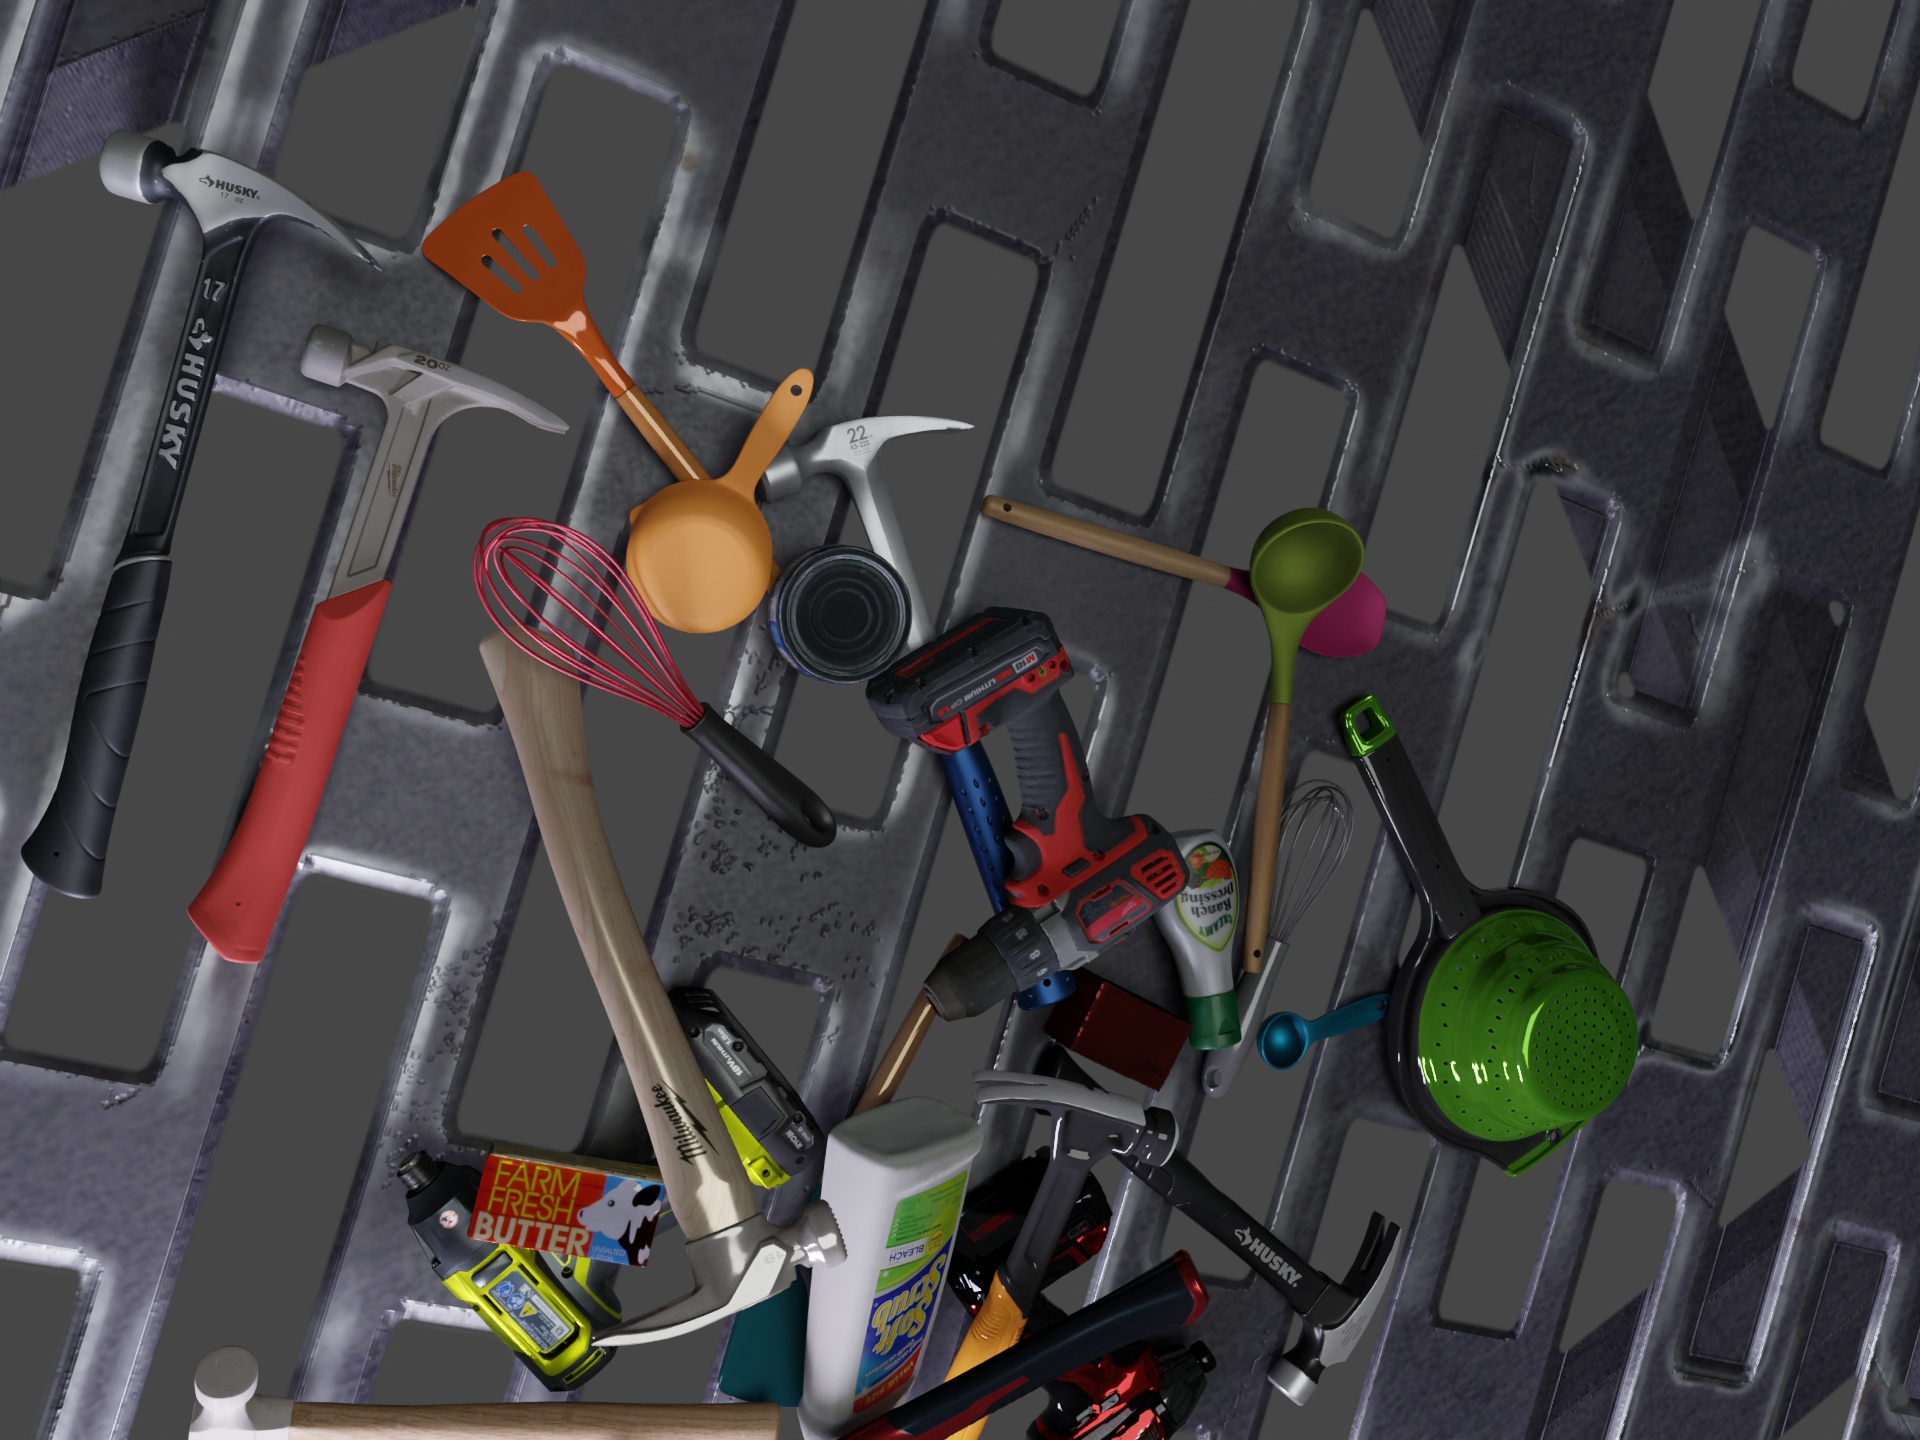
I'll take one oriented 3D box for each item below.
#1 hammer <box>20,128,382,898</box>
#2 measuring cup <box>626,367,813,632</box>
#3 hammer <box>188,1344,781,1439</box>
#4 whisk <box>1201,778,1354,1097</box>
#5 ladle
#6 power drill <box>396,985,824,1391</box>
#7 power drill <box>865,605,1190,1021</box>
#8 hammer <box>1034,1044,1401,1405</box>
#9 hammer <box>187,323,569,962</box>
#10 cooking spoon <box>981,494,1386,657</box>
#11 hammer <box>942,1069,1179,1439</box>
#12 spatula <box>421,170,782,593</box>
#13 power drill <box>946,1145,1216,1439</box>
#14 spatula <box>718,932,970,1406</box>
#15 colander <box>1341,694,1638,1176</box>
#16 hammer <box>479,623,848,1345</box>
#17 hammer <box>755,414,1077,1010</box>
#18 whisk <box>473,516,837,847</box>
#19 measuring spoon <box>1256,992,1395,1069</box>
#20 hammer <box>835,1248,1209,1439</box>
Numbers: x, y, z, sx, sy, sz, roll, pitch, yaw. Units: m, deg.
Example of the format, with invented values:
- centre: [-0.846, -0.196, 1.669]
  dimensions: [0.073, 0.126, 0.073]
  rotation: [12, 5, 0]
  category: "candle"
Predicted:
- centre: [-0.434, -0.103, 0.865]
  dimensions: [0.149, 0.036, 0.409]
  rotation: [15, 92, -1]
  category: "hammer"
- centre: [-0.134, -0.129, 0.941]
  dimensions: [0.095, 0.052, 0.173]
  rotation: [29, 107, -17]
  category: "measuring cup"
- centre: [-0.271, 0.415, 0.933]
  dimensions: [0.331, 0.031, 0.130]
  rotation: [9, 130, -18]
  category: "hammer"
- centre: [0.219, 0.155, 1.124]
  dimensions: [0.055, 0.055, 0.239]
  rotation: [21, 92, -20]
  category: "whisk"
- centre: [0.220, 0.015, 1.083]
  dimensions: [0.078, 0.062, 0.320]
  rotation: [5, 92, -14]
  category: "ladle"
- centre: [-0.211, 0.273, 0.965]
  dimensions: [0.223, 0.080, 0.171]
  rotation: [-39, 105, -10]
  category: "power drill"
- centre: [0.025, 0.062, 0.995]
  dimensions: [0.188, 0.080, 0.226]
  rotation: [-32, 107, -14]
  category: "power drill"
- centre: [0.176, 0.337, 1.127]
  dimensions: [0.334, 0.035, 0.146]
  rotation: [43, 81, -17]
  category: "hammer"
- centre: [-0.350, -0.035, 0.913]
  dimensions: [0.149, 0.037, 0.359]
  rotation: [18, 87, -20]
  category: "hammer"
- centre: [0.160, -0.106, 1.096]
  dimensions: [0.318, 0.017, 0.069]
  rotation: [14, 86, -20]
  category: "cooking spoon"
- centre: [0.018, 0.372, 0.990]
  dimensions: [0.127, 0.034, 0.336]
  rotation: [17, 106, -10]
  category: "hammer"
- centre: [-0.189, -0.180, 0.966]
  dimensions: [0.081, 0.041, 0.322]
  rotation: [-41, 110, -12]
  category: "spatula"
- centre: [0.083, 0.410, 1.079]
  dimensions: [0.143, 0.079, 0.219]
  rotation: [-30, 106, -14]
  category: "power drill"
- centre: [-0.065, 0.285, 1.033]
  dimensions: [0.082, 0.044, 0.317]
  rotation: [35, 80, -43]
  category: "spatula"
- centre: [0.387, 0.159, 1.152]
  dimensions: [0.204, 0.094, 0.397]
  rotation: [-32, 103, -17]
  category: "colander"
- centre: [-0.204, 0.141, 0.912]
  dimensions: [0.146, 0.038, 0.411]
  rotation: [-20, 82, -16]
  category: "hammer"
- centre: [-0.002, -0.003, 1.037]
  dimensions: [0.144, 0.035, 0.405]
  rotation: [-23, 101, -16]
  category: "hammer"
- centre: [-0.171, -0.015, 0.947]
  dimensions: [0.073, 0.073, 0.295]
  rotation: [-50, 121, -10]
  category: "whisk"
- centre: [0.265, 0.220, 1.162]
  dimensions: [0.128, 0.021, 0.042]
  rotation: [-12, 100, -27]
  category: "measuring spoon"
- centre: [-0.032, 0.413, 0.950]
  dimensions: [0.386, 0.038, 0.143]
  rotation: [-30, 122, 3]
  category: "hammer"
